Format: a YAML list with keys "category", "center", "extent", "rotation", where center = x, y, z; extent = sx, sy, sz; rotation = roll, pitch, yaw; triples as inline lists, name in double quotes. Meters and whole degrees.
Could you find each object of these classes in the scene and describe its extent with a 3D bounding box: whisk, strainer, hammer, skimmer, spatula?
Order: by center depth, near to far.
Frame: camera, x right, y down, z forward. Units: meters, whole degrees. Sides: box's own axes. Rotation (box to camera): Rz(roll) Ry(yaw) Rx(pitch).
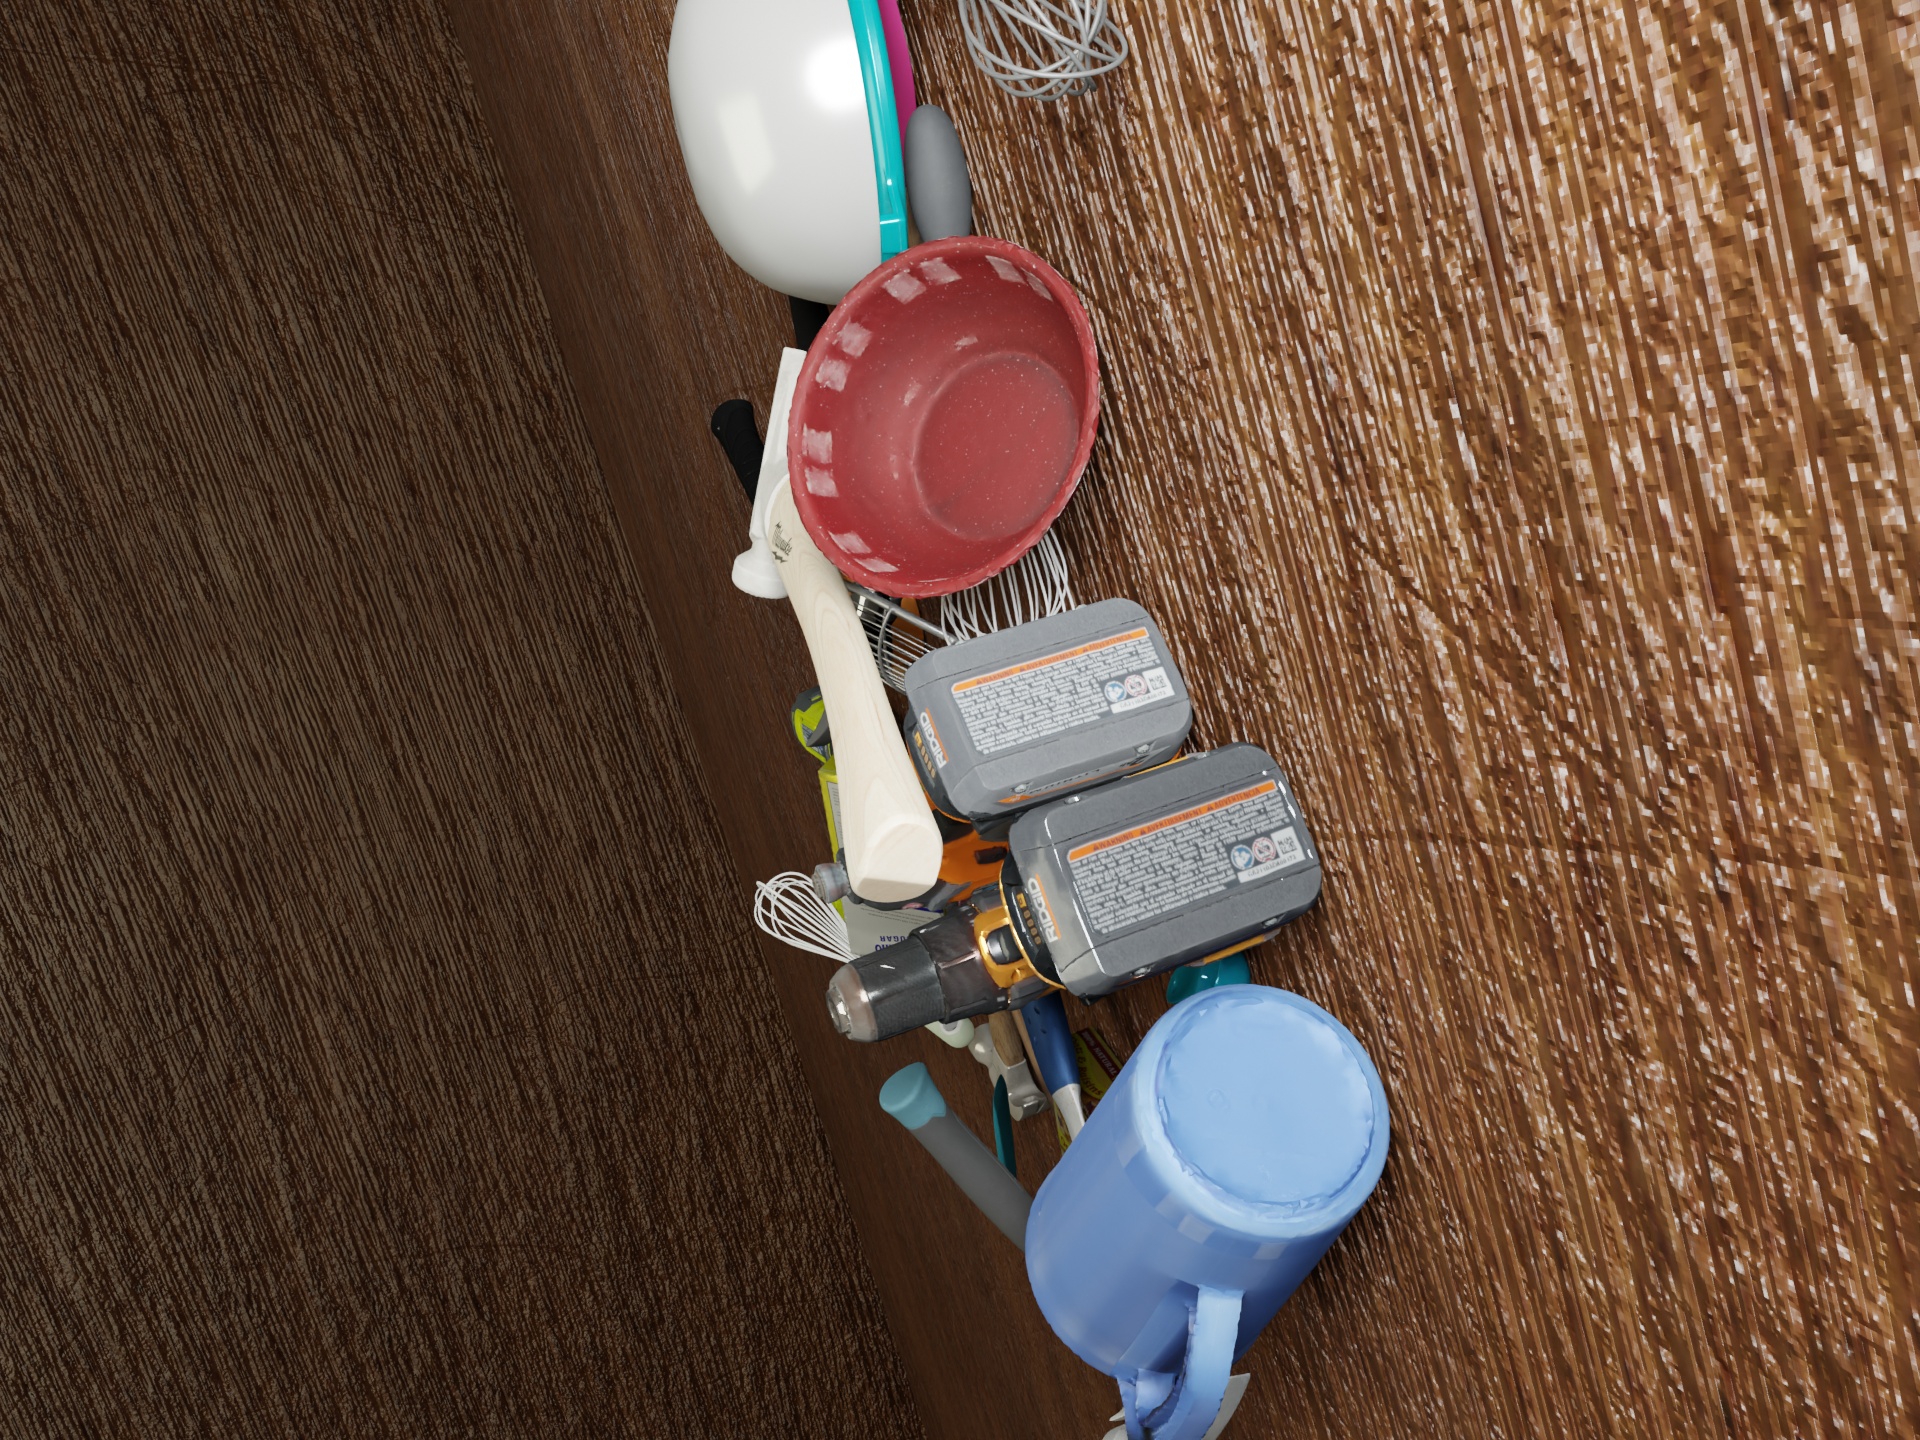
- category: "whisk"
  center: [0.002, -0.297, 0.620]
  extent: [0.239, 0.055, 0.055]
  rotation: [-118, 16, -45]
- category: "hammer"
  center: [-0.061, -0.055, 0.765]
  extent: [0.411, 0.038, 0.146]
  rotation: [-114, 36, -59]
- category: "whisk"
  center: [0.005, -0.152, 0.781]
  extent: [0.070, 0.070, 0.284]
  rotation: [-145, 43, -66]
- category: "strainer"
  center: [-0.104, -0.299, 0.854]
  extent: [0.340, 0.095, 0.211]
  rotation: [180, 78, -80]
- category: "hammer"
  center: [0.069, 0.228, 0.945]
  extent: [0.144, 0.035, 0.406]
  rotation: [119, 141, -52]
- category: "skimmer"
  center: [-0.043, -0.159, 0.957]
  extent: [0.127, 0.090, 0.364]
  rotation: [25, -137, -50]
- category: "hammer"
  center: [0.048, 0.322, 0.993]
  extent: [0.330, 0.033, 0.128]
  rotation: [54, -166, -29]
- category: "hammer"
  center: [-0.121, -0.125, 1.126]
  extent: [0.335, 0.035, 0.146]
  rotation: [-120, 35, -43]
- category: "spatula"
  center: [0.096, 0.403, 1.136]
  extent: [0.317, 0.044, 0.082]
  rotation: [56, -174, 2]
- category: "hammer"
  center: [0.021, 0.163, 1.172]
  extent: [0.130, 0.031, 0.331]
  rotation: [-130, 26, -55]
- category: "whisk"
  center: [-0.082, 0.195, 1.298]
  extent: [0.246, 0.058, 0.059]
  rotation: [31, 164, 32]

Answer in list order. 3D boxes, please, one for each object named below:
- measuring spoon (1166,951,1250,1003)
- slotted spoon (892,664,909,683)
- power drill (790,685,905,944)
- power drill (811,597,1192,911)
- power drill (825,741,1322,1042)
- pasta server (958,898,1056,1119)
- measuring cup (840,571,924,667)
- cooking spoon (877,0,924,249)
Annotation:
- category: "measuring spoon"
  center: [0.123, 0.133, 0.793]
  extent: [0.128, 0.021, 0.042]
  rotation: [104, -177, -79]
- category: "slotted spoon"
  center: [-0.002, -0.003, 1.049]
  extent: [0.070, 0.031, 0.314]
  rotation: [59, 173, -22]
- category: "power drill"
  center: [-0.073, 0.092, 1.338]
  extent: [0.171, 0.080, 0.223]
  rotation: [29, 134, 62]
- category: "power drill"
  center: [0.012, 0.034, 0.784]
  extent: [0.226, 0.164, 0.084]
  rotation: [112, 138, -66]
- category: "power drill"
  center: [0.040, 0.091, 0.717]
  extent: [0.226, 0.185, 0.084]
  rotation: [128, 122, -69]
- category: "pasta server"
  center: [0.031, 0.190, 1.108]
  extent: [0.060, 0.040, 0.316]
  rotation: [-96, -15, -72]
- category: "measuring cup"
  center: [-0.084, -0.108, 1.159]
  extent: [0.174, 0.052, 0.095]
  rotation: [58, 161, 32]
- category: "cooking spoon"
  center: [-0.024, -0.251, 0.816]
  extent: [0.069, 0.017, 0.318]
  rotation: [-108, 7, -51]
